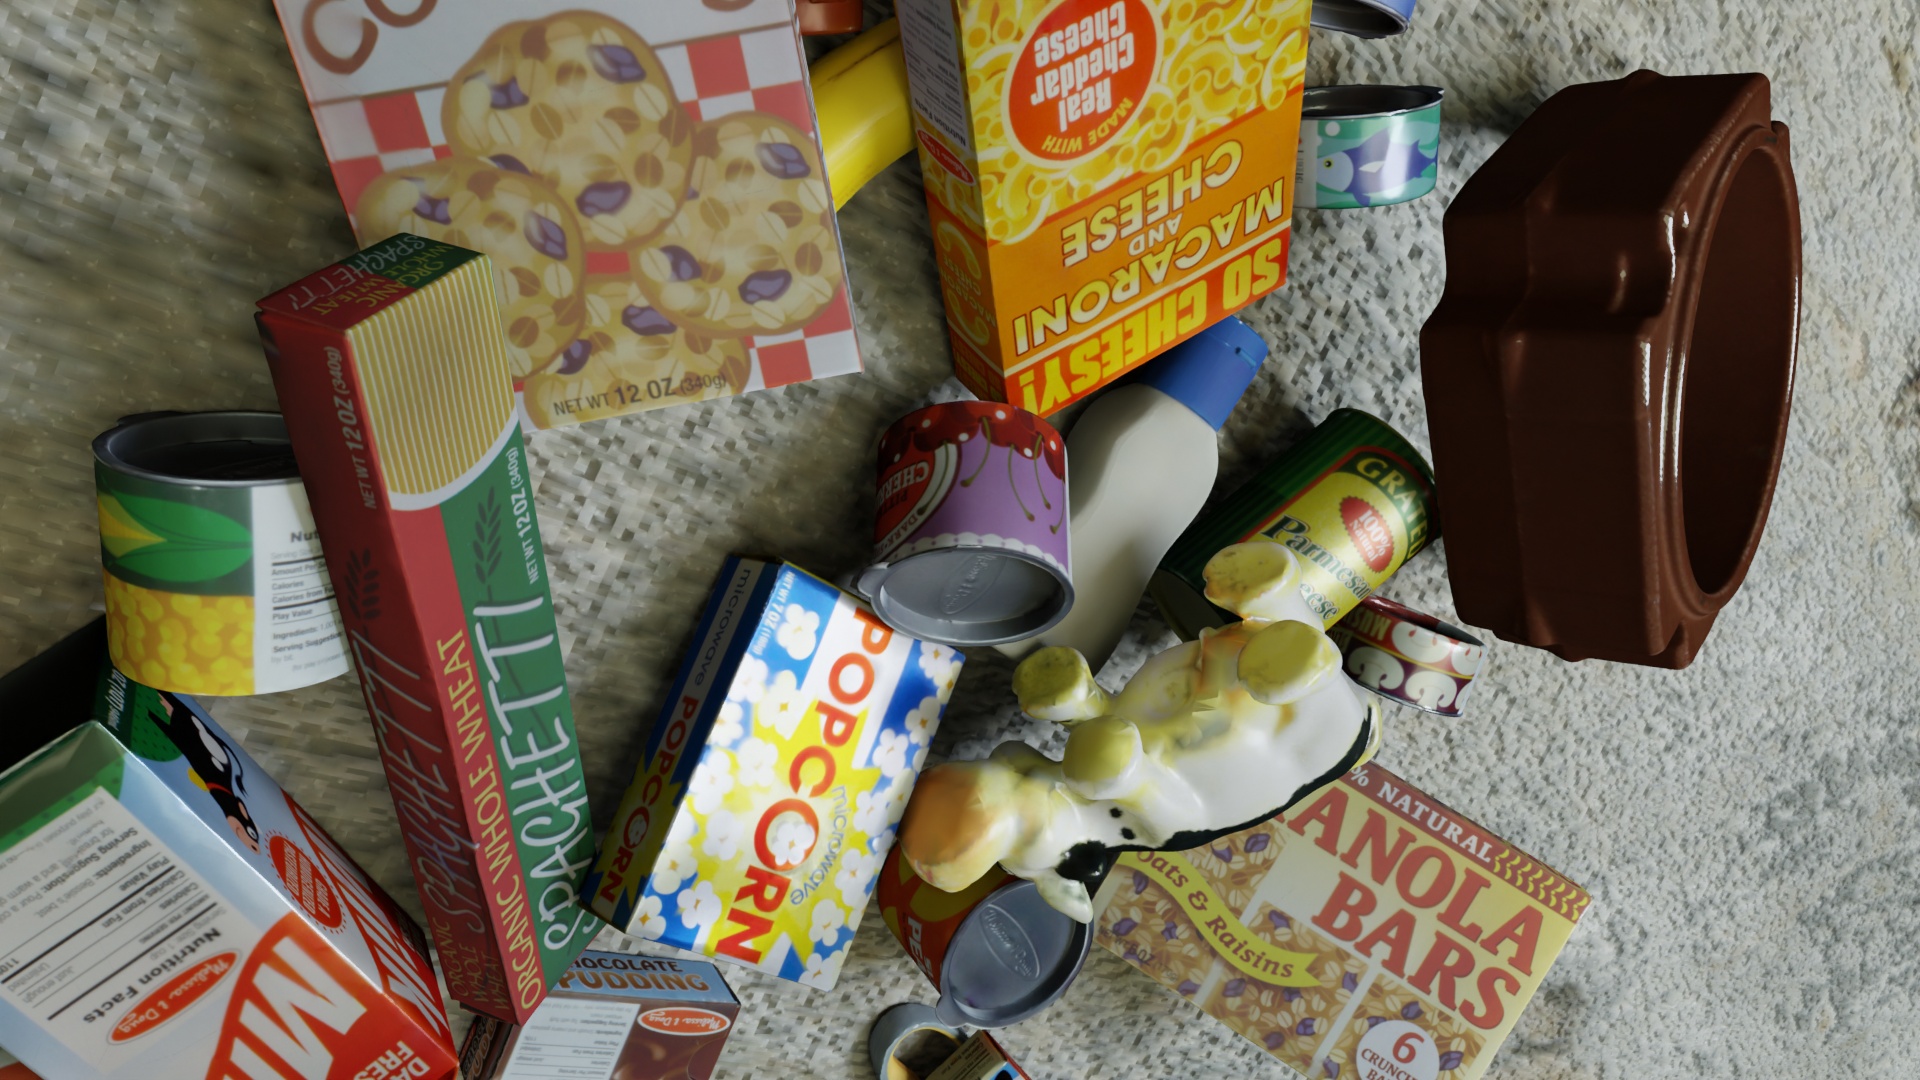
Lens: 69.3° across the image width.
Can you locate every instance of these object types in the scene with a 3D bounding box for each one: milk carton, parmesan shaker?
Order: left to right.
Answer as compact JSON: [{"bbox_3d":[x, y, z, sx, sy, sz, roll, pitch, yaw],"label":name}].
[{"bbox_3d":[-0.211,0.122,0.398,0.073,0.072,0.189,-36,121,-13],"label":"milk carton"},{"bbox_3d":[0.134,0.006,0.552,0.103,0.071,0.071,-38,123,-12],"label":"parmesan shaker"}]

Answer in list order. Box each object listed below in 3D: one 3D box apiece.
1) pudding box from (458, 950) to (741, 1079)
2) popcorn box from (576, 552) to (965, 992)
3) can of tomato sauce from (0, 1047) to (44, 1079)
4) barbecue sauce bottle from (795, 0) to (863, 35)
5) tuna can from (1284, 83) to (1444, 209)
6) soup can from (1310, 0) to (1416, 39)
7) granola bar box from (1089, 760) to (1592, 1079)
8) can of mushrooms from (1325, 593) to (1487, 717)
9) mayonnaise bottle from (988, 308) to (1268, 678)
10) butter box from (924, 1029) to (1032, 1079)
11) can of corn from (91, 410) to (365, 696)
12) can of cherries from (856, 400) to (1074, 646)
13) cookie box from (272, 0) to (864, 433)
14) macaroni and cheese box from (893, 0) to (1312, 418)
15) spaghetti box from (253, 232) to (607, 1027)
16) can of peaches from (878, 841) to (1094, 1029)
[{"bbox_3d":[-0.127,0.175,0.492,0.084,0.030,0.049,18,98,-34],"label":"pudding box"},{"bbox_3d":[-0.060,0.078,0.467,0.085,0.038,0.127,31,75,-36],"label":"popcorn box"},{"bbox_3d":[-0.285,0.167,0.376,0.083,0.071,0.071,-15,116,-25],"label":"can of tomato sauce"},{"bbox_3d":[-0.047,-0.216,0.377,0.065,0.044,0.148,-15,116,-30],"label":"barbecue sauce bottle"},{"bbox_3d":[0.140,-0.142,0.498,0.071,0.071,0.032,-17,118,-23],"label":"tuna can"},{"bbox_3d":[0.131,-0.220,0.465,0.071,0.071,0.083,8,105,-32],"label":"soup can"},{"bbox_3d":[0.150,0.151,0.576,0.166,0.039,0.124,31,92,7],"label":"granola bar box"},{"bbox_3d":[0.189,0.047,0.601,0.071,0.071,0.033,13,102,-33],"label":"can of mushrooms"},{"bbox_3d":[0.060,-0.018,0.517,0.064,0.041,0.148,34,89,-35],"label":"mayonnaise bottle"},{"bbox_3d":[-0.012,0.254,0.571,0.103,0.024,0.053,-41,122,-9],"label":"butter box"},{"bbox_3d":[-0.191,0.001,0.368,0.071,0.071,0.058,-3,111,-29],"label":"can of corn"},{"bbox_3d":[0.002,-0.006,0.461,0.071,0.058,0.071,0,149,0],"label":"can of cherries"},{"bbox_3d":[-0.101,-0.116,0.364,0.123,0.040,0.166,-11,116,-3],"label":"cookie box"},{"bbox_3d":[0.049,-0.127,0.433,0.124,0.040,0.165,-30,144,-15],"label":"macaroni and cheese box"},{"bbox_3d":[-0.138,0.040,0.391,0.050,0.029,0.248,-52,151,-50],"label":"spaghetti box"},{"bbox_3d":[0.007,0.146,0.540,0.071,0.058,0.071,-11,115,-26],"label":"can of peaches"}]
